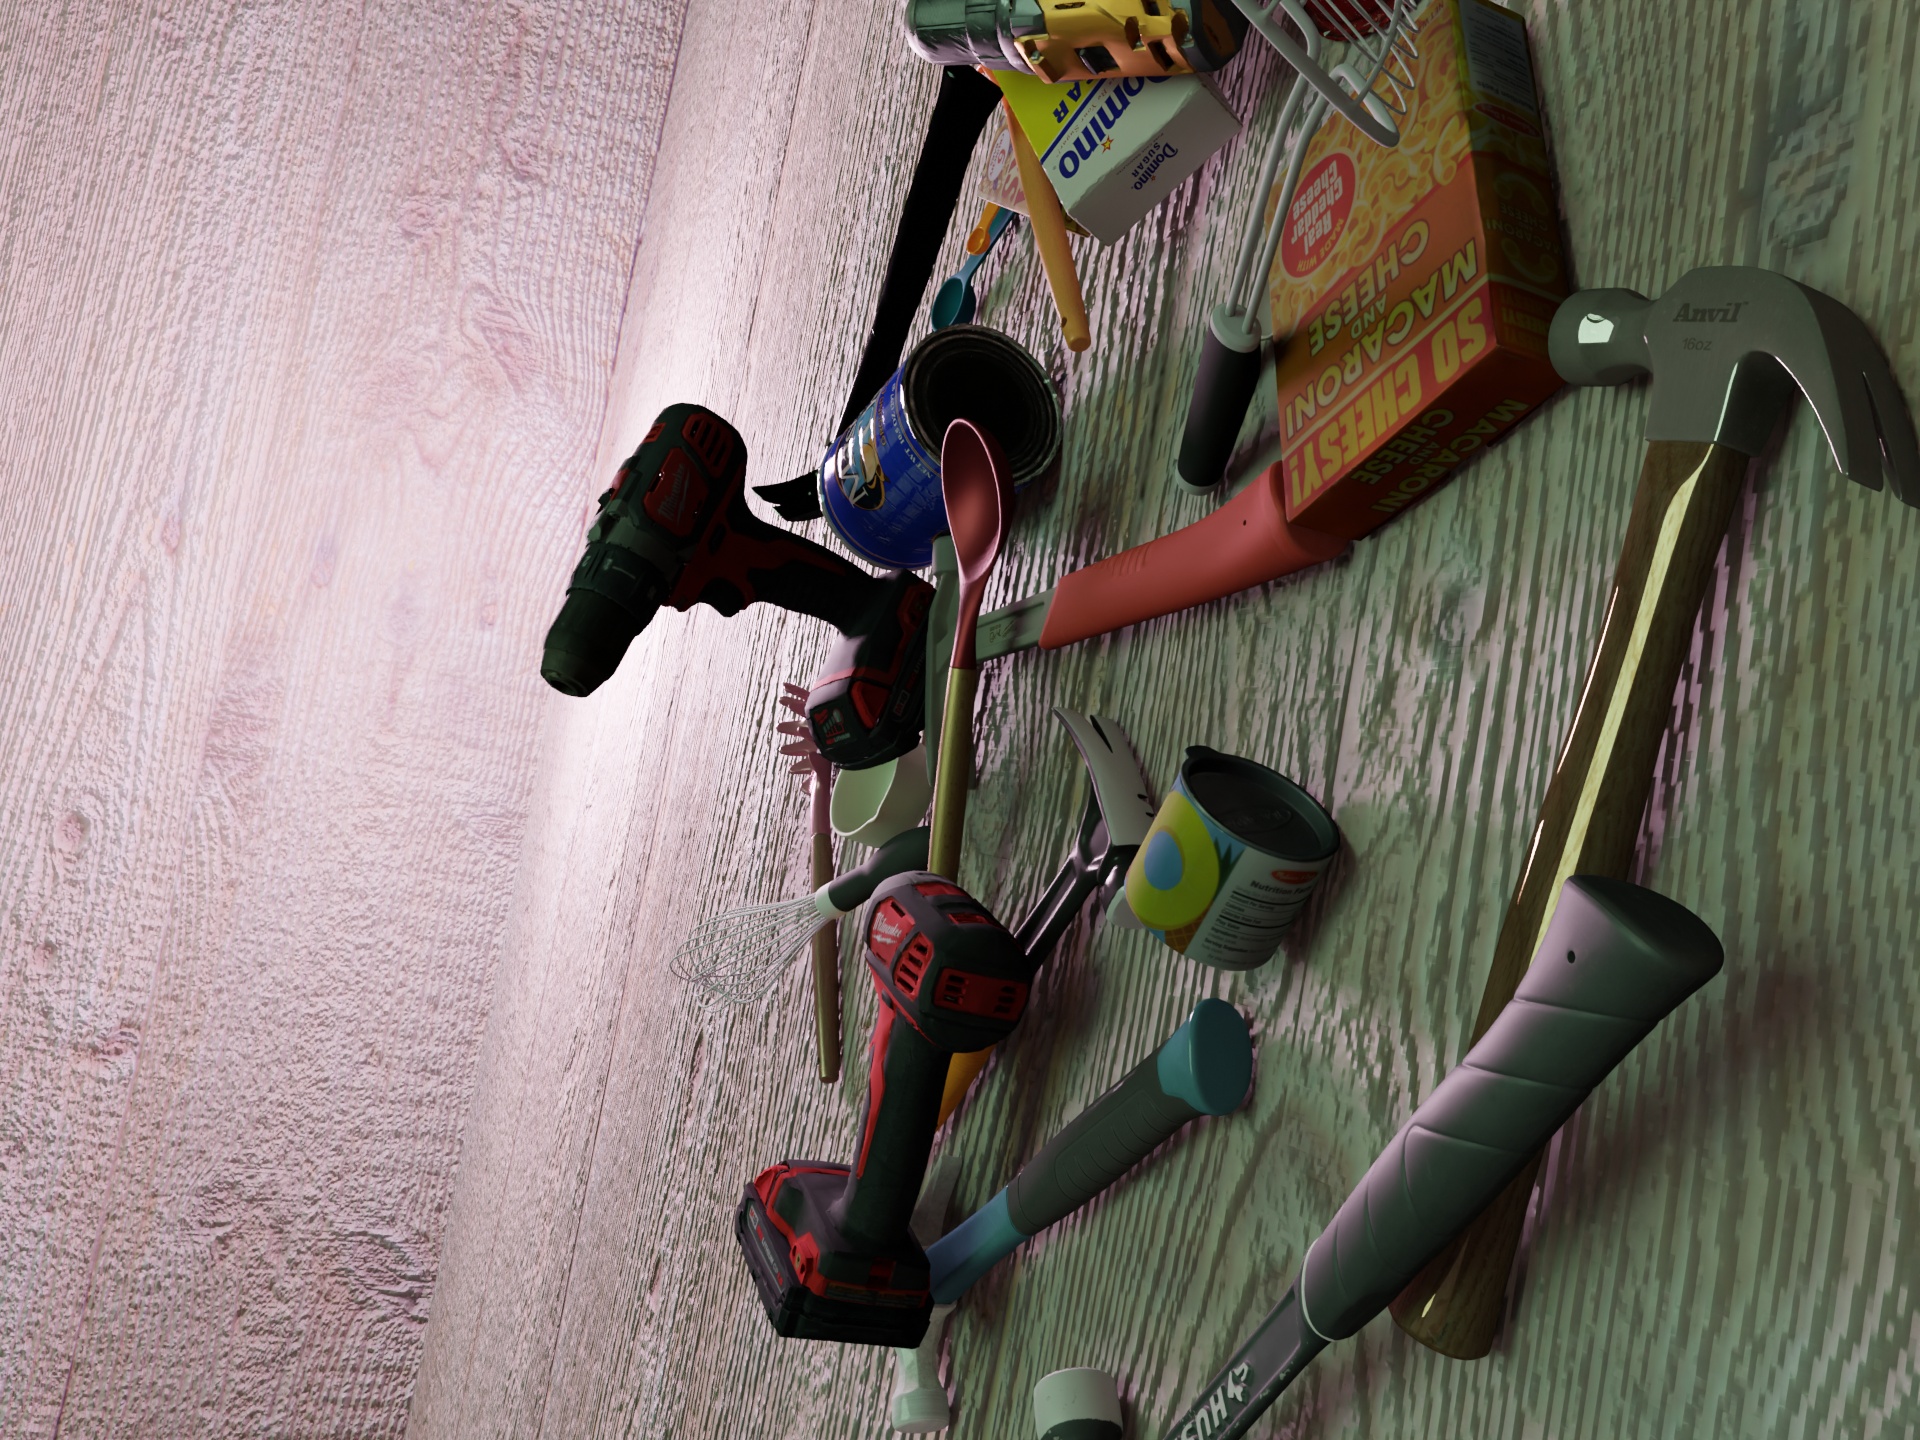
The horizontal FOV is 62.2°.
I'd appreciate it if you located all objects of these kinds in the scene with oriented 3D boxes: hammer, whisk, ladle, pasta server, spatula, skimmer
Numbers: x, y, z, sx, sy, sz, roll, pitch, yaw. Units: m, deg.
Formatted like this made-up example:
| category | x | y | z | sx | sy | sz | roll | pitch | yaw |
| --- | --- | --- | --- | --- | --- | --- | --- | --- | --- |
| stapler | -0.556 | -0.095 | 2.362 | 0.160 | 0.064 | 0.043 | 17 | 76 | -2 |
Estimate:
| category | x | y | z | sx | sy | sz | roll | pitch | yaw |
| --- | --- | --- | --- | --- | --- | --- | --- | --- | --- |
| hammer | 0.188 | 0.032 | 0.472 | 0.130 | 0.031 | 0.331 | -151 | 74 | -68 |
| hammer | -0.043 | -0.258 | 0.999 | 0.035 | 0.146 | 0.334 | 42 | 140 | 14 |
| whisk | -0.101 | 0.127 | 1.034 | 0.284 | 0.070 | 0.070 | -34 | 47 | 42 |
| hammer | 0.037 | 0.222 | 0.740 | 0.331 | 0.033 | 0.128 | 126 | 147 | -45 |
| hammer | 0.011 | 0.148 | 0.837 | 0.127 | 0.034 | 0.336 | -104 | 33 | -45 |
| hammer | 0.066 | -0.050 | 0.791 | 0.359 | 0.036 | 0.149 | 167 | 105 | -64 |
| ladle | -0.001 | -0.003 | 0.860 | 0.069 | 0.031 | 0.315 | -156 | 69 | -63 |
| hammer | 0.109 | 0.196 | 0.506 | 0.149 | 0.036 | 0.408 | -97 | 22 | -48 |
| pasta server | -0.107 | 0.108 | 1.139 | 0.060 | 0.040 | 0.317 | 111 | 158 | -53 |
| spatula | 0.046 | -0.330 | 0.911 | 0.081 | 0.041 | 0.323 | -49 | 41 | 47 |
| skimmer | 0.084 | -0.166 | 0.572 | 0.127 | 0.090 | 0.363 | 58 | 169 | 18 |

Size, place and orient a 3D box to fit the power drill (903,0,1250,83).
| category | x | y | z | sx | sy | sz | roll | pitch | yaw |
| --- | --- | --- | --- | --- | --- | --- | --- | --- | --- |
| power drill | 0.075 | -0.423 | 0.793 | 0.185 | 0.084 | 0.226 | 12 | 80 | 35 |

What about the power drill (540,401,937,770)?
| category | x | y | z | sx | sy | sz | roll | pitch | yaw |
| --- | --- | --- | --- | --- | --- | --- | --- | --- | --- |
| power drill | -0.123 | -0.055 | 0.936 | 0.080 | 0.226 | 0.188 | -18 | 43 | 55 |

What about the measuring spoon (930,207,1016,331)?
| category | x | y | z | sx | sy | sz | roll | pitch | yaw |
| --- | --- | --- | --- | --- | --- | --- | --- | --- | --- |
| measuring spoon | 0.021 | -0.315 | 1.079 | 0.128 | 0.021 | 0.042 | -53 | 37 | 30 |

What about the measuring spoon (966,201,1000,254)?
| category | x | y | z | sx | sy | sz | roll | pitch | yaw |
| --- | --- | --- | --- | --- | --- | --- | --- | --- | --- |
| measuring spoon | 0.036 | -0.360 | 1.050 | 0.021 | 0.011 | 0.117 | 41 | 106 | 51 |

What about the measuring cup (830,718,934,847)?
| category | x | y | z | sx | sy | sz | roll | pitch | yaw |
| --- | --- | --- | --- | --- | --- | --- | --- | --- | --- |
| measuring cup | -0.020 | 0.011 | 0.995 | 0.167 | 0.038 | 0.083 | -51 | 30 | 18 |

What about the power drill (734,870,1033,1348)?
| category | x | y | z | sx | sy | sz | roll | pitch | yaw |
| --- | --- | --- | --- | --- | --- | --- | --- | --- | --- |
| power drill | -0.039 | 0.185 | 0.797 | 0.143 | 0.078 | 0.219 | 34 | 108 | 66 |

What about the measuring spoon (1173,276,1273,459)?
| category | x | y | z | sx | sy | sz | roll | pitch | yaw |
| --- | --- | --- | --- | --- | --- | --- | --- | --- | --- |
| measuring spoon | 0.131 | -0.161 | 0.738 | 0.124 | 0.018 | 0.034 | 122 | 151 | -54 |
